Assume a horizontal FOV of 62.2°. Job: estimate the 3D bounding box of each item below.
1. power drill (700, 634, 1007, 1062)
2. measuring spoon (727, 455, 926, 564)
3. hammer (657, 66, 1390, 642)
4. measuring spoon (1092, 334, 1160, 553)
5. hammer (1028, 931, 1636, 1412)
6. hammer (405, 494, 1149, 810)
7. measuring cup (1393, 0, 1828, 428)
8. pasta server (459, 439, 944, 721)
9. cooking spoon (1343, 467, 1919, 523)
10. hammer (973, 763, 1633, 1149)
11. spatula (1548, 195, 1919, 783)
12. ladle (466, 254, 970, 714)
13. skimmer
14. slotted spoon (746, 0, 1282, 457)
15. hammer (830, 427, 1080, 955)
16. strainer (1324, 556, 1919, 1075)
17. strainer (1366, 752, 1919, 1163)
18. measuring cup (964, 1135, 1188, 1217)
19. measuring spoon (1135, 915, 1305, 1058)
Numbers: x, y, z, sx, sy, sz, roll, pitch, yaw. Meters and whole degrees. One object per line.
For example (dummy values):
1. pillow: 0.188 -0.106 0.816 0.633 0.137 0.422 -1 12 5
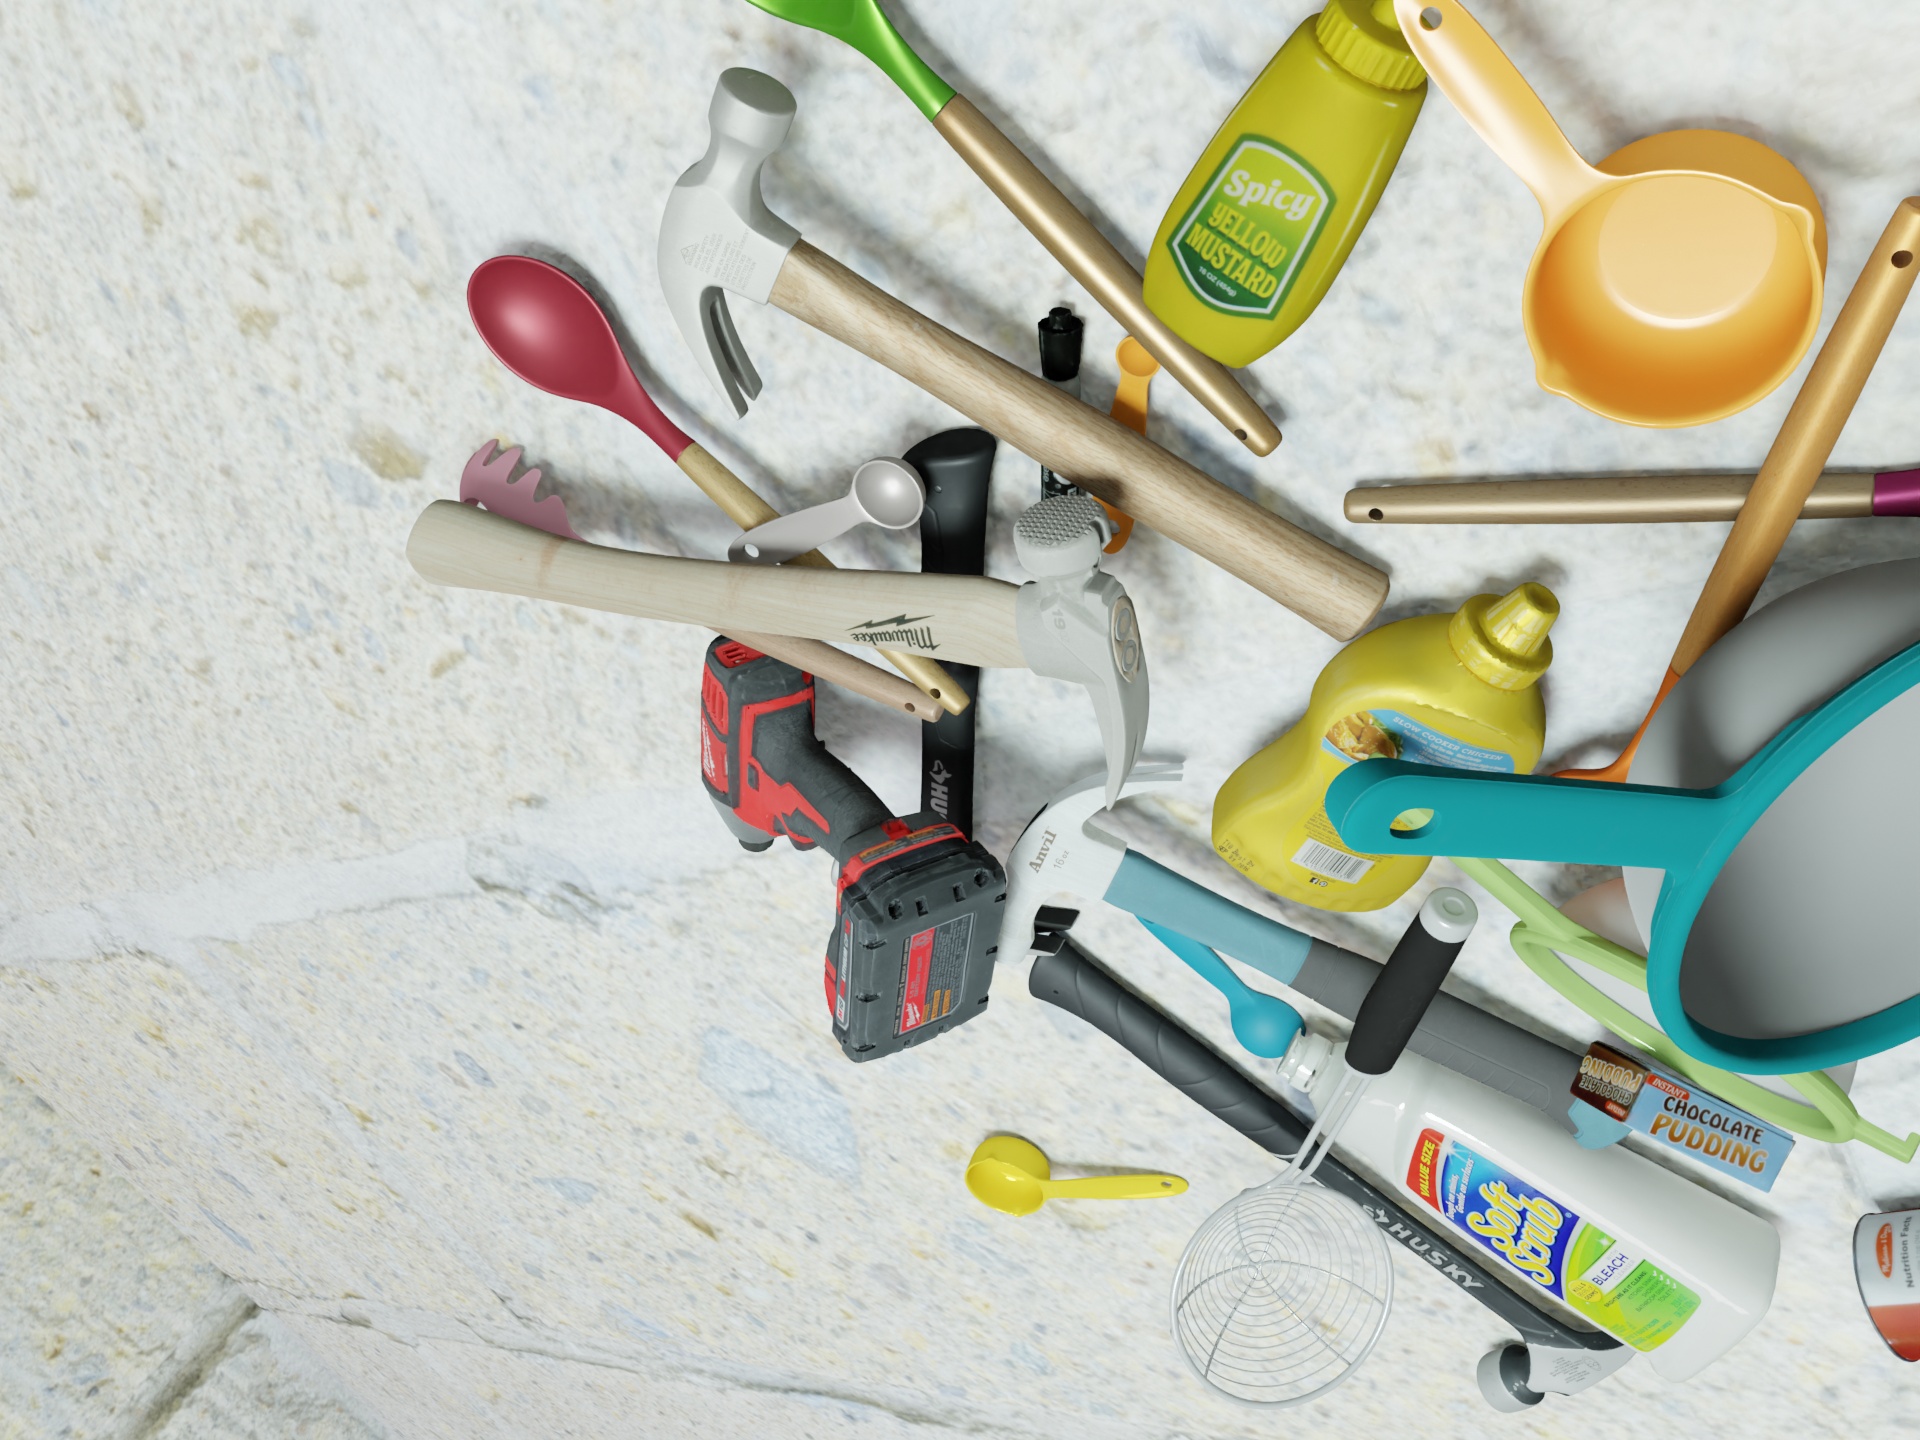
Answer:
1. power drill: -0.070 0.062 0.826 0.220 0.078 0.143 48 144 39
2. measuring spoon: -0.063 -0.094 0.733 0.124 0.018 0.034 -16 117 39
3. hammer: 0.027 -0.124 0.654 0.331 0.031 0.130 30 133 -5
4. measuring spoon: 0.071 -0.117 0.683 0.021 0.011 0.116 19 140 13
5. hammer: 0.208 0.254 0.914 0.409 0.036 0.149 37 138 -1
6. hammer: -0.105 -0.052 0.758 0.411 0.038 0.146 10 135 29
7. measuring cup: 0.203 -0.175 0.509 0.173 0.052 0.095 46 138 -8
8. pasta server: -0.144 -0.069 0.831 0.316 0.040 0.060 24 136 18
9. cooking spoon: 0.293 -0.079 0.562 0.319 0.017 0.068 3 130 31
10. hammer: 0.179 0.126 0.786 0.331 0.033 0.128 25 106 3
11. spatula: 0.276 -0.043 0.582 0.081 0.041 0.322 19 137 15
12. ladle: -0.114 -0.112 0.770 0.315 0.031 0.069 43 132 3
13. skimmer: 0.188 0.221 0.765 0.127 0.090 0.363 -1 138 -10
14. slotted spoon: 0.012 -0.215 0.610 0.313 0.031 0.070 44 155 -8
15. hammer: -0.001 -0.003 0.817 0.146 0.035 0.334 20 136 18
16. strainer: 0.252 0.014 0.528 0.340 0.095 0.211 5 125 -22
17. strainer: 0.274 0.075 0.657 0.256 0.069 0.151 38 175 -12
18. measuring cup: 0.078 0.301 1.058 0.156 0.029 0.062 -8 124 24
19. measuring spoon: 0.135 0.144 0.868 0.128 0.021 0.042 42 138 -10
